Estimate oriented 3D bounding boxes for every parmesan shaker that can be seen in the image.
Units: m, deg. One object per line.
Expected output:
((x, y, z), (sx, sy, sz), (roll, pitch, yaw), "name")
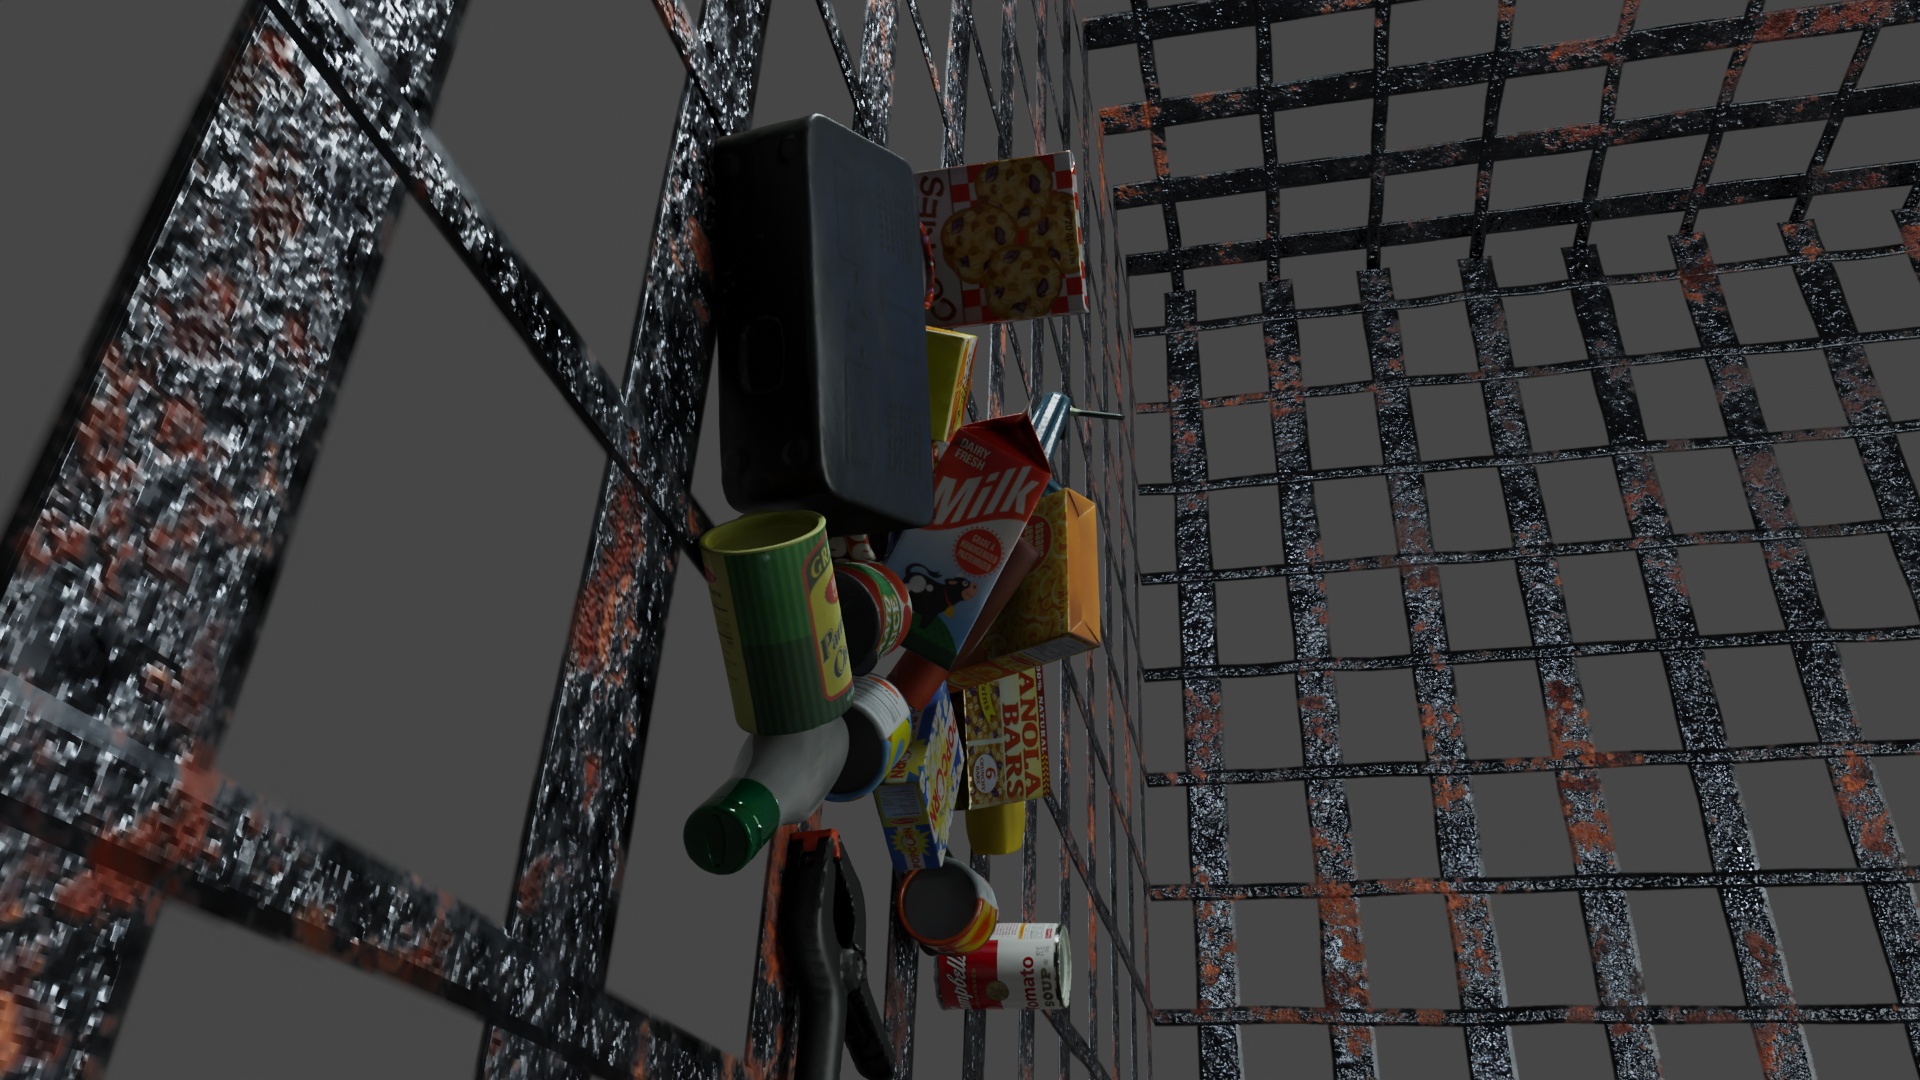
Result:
((-0.096, 0.042, 0.735), (0.071, 0.071, 0.102), (-63, 146, -68), "parmesan shaker")

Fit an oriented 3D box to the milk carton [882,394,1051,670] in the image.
((0.003, -0.012, 0.958), (0.190, 0.073, 0.072), (-62, -178, -5), "milk carton")

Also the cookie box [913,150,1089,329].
((0.011, -0.231, 1.089), (0.040, 0.167, 0.122), (-34, 119, -80), "cookie box")

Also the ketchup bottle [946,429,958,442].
((-0.029, -0.041, 1.124), (0.064, 0.043, 0.149), (71, 19, -46), "ketchup bottle")

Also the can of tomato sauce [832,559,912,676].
((-0.069, 0.048, 0.845), (0.083, 0.071, 0.071), (-15, 100, -78), "can of tomato sauce")

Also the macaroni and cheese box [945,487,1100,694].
((0.032, 0.043, 1.096), (0.040, 0.166, 0.124), (27, 53, -40), "macaroni and cheese box")

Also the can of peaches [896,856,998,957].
((-0.011, 0.276, 1.038), (0.058, 0.071, 0.071), (62, 26, -63), "can of peaches")

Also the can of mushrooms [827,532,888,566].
((-0.072, -0.014, 0.939), (0.071, 0.033, 0.071), (-7, 92, -78), "can of mushrooms")

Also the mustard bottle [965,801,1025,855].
((0.029, 0.206, 1.280), (0.065, 0.049, 0.160), (11, 75, -71), "mustard bottle")

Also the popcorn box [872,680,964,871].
((-0.030, 0.173, 1.047), (0.127, 0.038, 0.084), (-75, 158, -57), "popcorn box")

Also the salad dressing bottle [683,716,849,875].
((-0.100, 0.128, 0.733), (0.148, 0.044, 0.064), (-43, 134, -73), "salad dressing bottle")

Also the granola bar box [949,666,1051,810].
((0.026, 0.146, 1.208), (0.124, 0.039, 0.165), (5, 79, -53), "granola bar box")

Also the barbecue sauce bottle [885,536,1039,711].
((-0.001, 0.058, 1.037), (0.148, 0.043, 0.065), (-55, -161, -5), "barbecue sauce bottle")

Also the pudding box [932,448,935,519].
((-0.060, -0.036, 0.887), (0.030, 0.084, 0.049), (36, 50, -78), "pudding box")

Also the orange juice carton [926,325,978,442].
((-0.031, -0.120, 1.012), (0.193, 0.072, 0.073), (-65, 166, -80), "orange juice carton")

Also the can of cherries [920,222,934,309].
((-0.054, -0.202, 1.034), (0.071, 0.058, 0.071), (-6, 92, -77), "can of cherries")

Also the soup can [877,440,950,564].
((-0.036, -0.027, 1.034), (0.071, 0.071, 0.084), (42, 40, -73), "soup can")

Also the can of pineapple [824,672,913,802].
((-0.068, 0.119, 0.834), (0.058, 0.071, 0.071), (-34, 118, -75), "can of pineapple")
